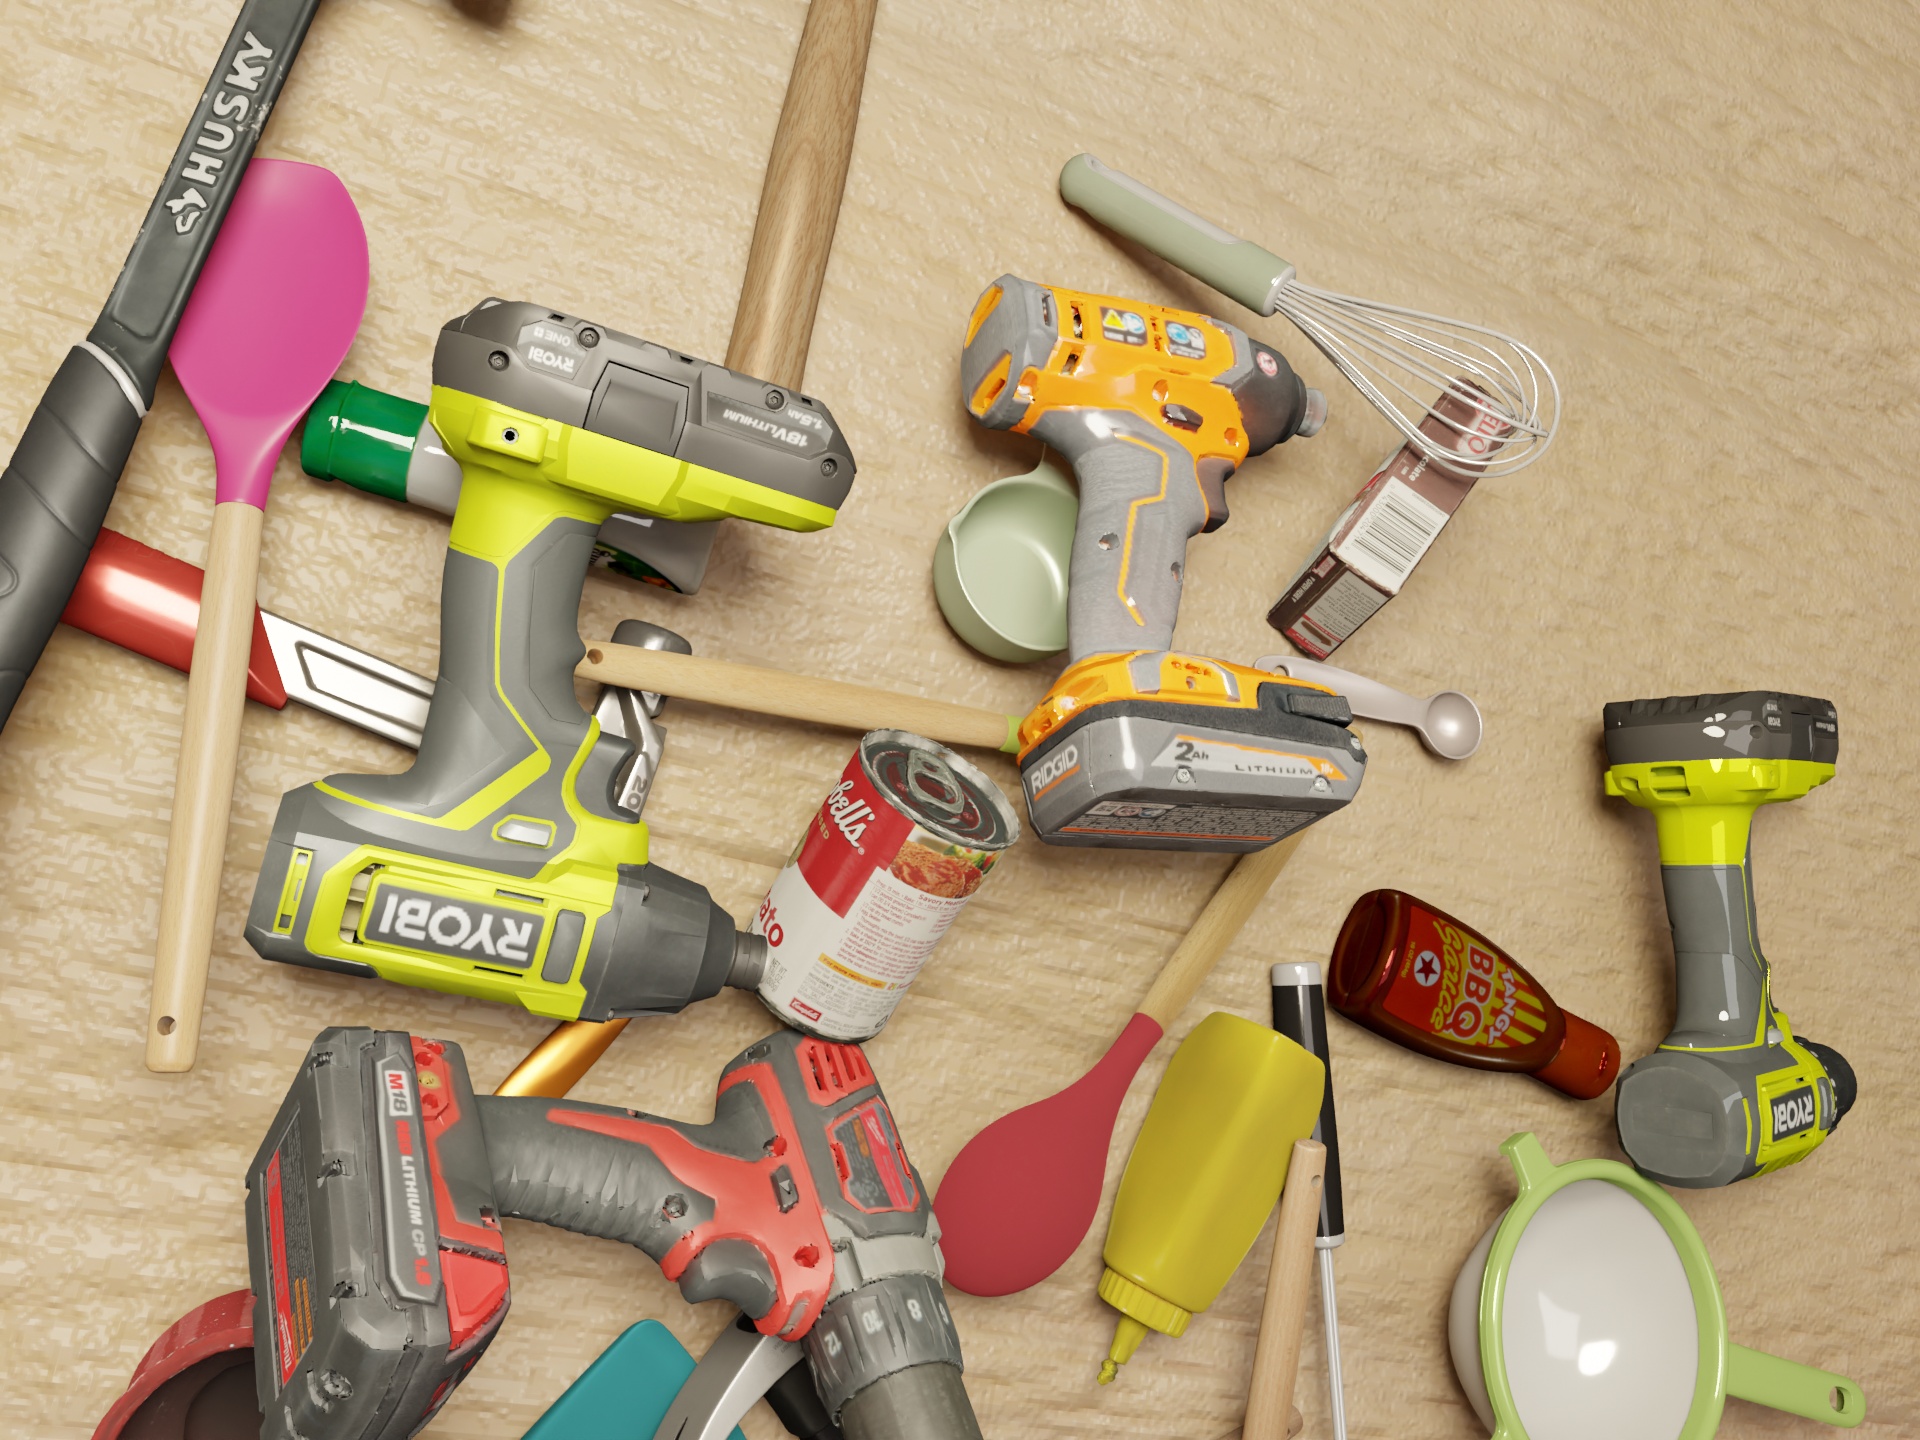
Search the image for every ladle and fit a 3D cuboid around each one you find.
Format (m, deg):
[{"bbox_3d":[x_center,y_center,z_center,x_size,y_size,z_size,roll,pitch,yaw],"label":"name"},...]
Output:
[{"bbox_3d":[0.094,0.111,0.680,0.069,0.031,0.315,52,61,-19],"label":"ladle"},{"bbox_3d":[-0.001,-0.002,0.634,0.320,0.062,0.078,10,73,-27],"label":"ladle"}]

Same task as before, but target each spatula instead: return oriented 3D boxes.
[{"bbox_3d":[0.124,0.327,0.662,0.059,0.018,0.316,3,97,-31],"label":"spatula"},{"bbox_3d":[-0.202,0.335,0.517,0.317,0.044,0.082,-39,105,-38],"label":"spatula"}]

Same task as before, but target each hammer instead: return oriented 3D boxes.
[{"bbox_3d":[-0.001,0.366,0.619,0.146,0.035,0.334,-33,101,-35],"label":"hammer"},{"bbox_3d":[-0.279,-0.031,0.547,0.358,0.037,0.149,25,76,-20],"label":"hammer"},{"bbox_3d":[-0.055,-0.261,0.665,0.130,0.031,0.331,14,80,-21],"label":"hammer"},{"bbox_3d":[-0.274,-0.131,0.518,0.149,0.036,0.409,16,72,-6],"label":"hammer"}]

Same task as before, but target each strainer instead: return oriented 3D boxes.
[{"bbox_3d":[0.321,0.297,0.753,0.256,0.069,0.152,22,68,-23],"label":"strainer"}]

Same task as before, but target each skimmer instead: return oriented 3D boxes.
[{"bbox_3d":[0.193,0.286,0.686,0.090,0.127,0.363,-6,80,15],"label":"skimmer"}]

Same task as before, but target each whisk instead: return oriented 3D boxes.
[{"bbox_3d":[0.143,-0.181,0.681,0.246,0.059,0.058,35,33,16],"label":"whisk"}]

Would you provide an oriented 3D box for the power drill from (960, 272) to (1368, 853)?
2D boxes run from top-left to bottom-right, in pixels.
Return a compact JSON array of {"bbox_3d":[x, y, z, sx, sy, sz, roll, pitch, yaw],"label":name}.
[{"bbox_3d":[0.091,-0.066,0.636,0.164,0.084,0.227,4,67,-24],"label":"power drill"}]

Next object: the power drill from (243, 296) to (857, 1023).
[{"bbox_3d":[-0.123,-0.012,0.535,0.171,0.080,0.223,15,96,-21],"label":"power drill"}]

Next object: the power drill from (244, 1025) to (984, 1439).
[{"bbox_3d":[-0.099,0.185,0.515,0.226,0.080,0.188,11,38,-37],"label":"power drill"}]

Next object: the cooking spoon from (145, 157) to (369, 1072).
[{"bbox_3d":[-0.243,-0.046,0.529,0.068,0.017,0.319,3,75,-11],"label":"cooking spoon"}]

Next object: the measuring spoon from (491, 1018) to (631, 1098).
[{"bbox_3d":[-0.140,0.118,0.604,0.117,0.011,0.021,-46,103,-20],"label":"measuring spoon"}]

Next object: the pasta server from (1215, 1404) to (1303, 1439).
[{"bbox_3d":[0.031,0.331,0.604,0.316,0.040,0.060,-10,99,-38],"label":"pasta server"}]

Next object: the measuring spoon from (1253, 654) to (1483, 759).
[{"bbox_3d":[0.192,-0.009,0.758,0.124,0.018,0.034,16,74,-14],"label":"measuring spoon"}]

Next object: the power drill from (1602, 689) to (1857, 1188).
[{"bbox_3d":[0.386,0.105,0.783,0.190,0.080,0.228,3,83,-43],"label":"power drill"}]

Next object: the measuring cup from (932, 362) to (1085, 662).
[{"bbox_3d":[0.034,-0.102,0.690,0.083,0.038,0.168,21,66,-19],"label":"measuring cup"}]
